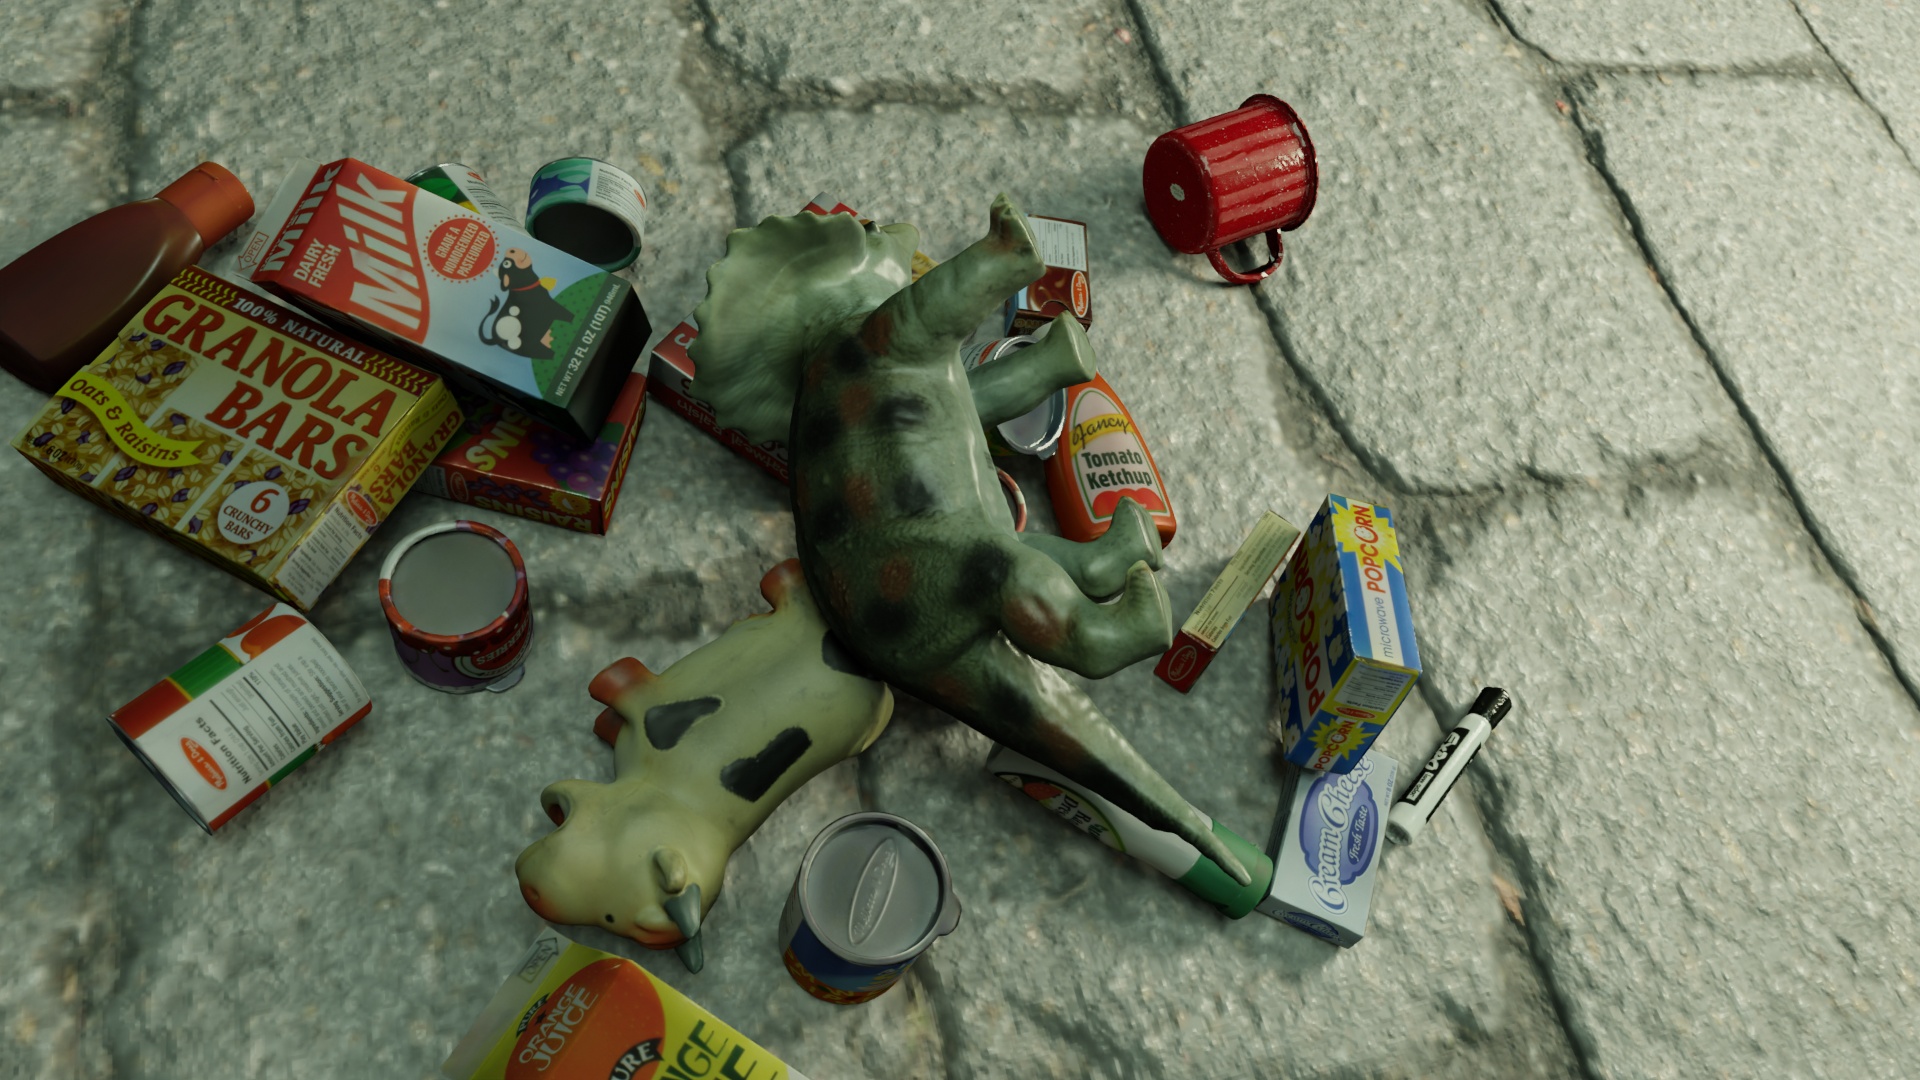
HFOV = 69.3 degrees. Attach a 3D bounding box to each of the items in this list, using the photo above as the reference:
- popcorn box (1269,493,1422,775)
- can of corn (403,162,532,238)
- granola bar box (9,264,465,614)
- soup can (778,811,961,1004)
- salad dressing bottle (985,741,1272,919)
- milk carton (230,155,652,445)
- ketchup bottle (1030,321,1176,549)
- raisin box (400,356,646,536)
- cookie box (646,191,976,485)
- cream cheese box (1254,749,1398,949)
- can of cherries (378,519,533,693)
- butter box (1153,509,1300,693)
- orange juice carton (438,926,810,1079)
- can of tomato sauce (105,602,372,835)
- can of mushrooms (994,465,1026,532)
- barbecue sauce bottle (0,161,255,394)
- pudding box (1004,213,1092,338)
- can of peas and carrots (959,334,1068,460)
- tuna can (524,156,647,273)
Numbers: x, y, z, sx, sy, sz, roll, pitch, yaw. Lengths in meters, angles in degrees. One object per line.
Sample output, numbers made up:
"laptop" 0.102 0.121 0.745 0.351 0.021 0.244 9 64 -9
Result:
"popcorn box" 0.200 0.048 0.736 0.038 0.084 0.127 14 42 -5
"can of corn" -0.279 -0.162 0.768 0.071 0.070 0.058 -35 74 -29
"granola bar box" -0.347 -0.054 0.671 0.166 0.039 0.125 23 64 15
"soup can" -0.042 0.167 0.621 0.071 0.083 0.071 6 59 -11
"salad dressing bottle" 0.085 0.134 0.690 0.147 0.064 0.044 33 69 -2
"milk carton" -0.258 -0.124 0.687 0.191 0.073 0.072 25 79 1
"ketchup bottle" 0.075 -0.059 0.809 0.065 0.043 0.149 -4 61 -20
"raisin box" -0.237 -0.059 0.732 0.123 0.040 0.086 13 57 -5
"cookie box" -0.080 -0.114 0.805 0.123 0.040 0.168 33 57 7
"cream cheese box" 0.191 0.153 0.725 0.053 0.024 0.104 23 57 1
"can of cherries" -0.238 0.033 0.665 0.071 0.058 0.072 6 59 -10
"butter box" 0.148 0.033 0.768 0.024 0.052 0.104 35 57 11
"orange juice carton" -0.113 0.239 0.567 0.193 0.072 0.072 31 58 6
"can of tomato sauce" -0.318 0.077 0.616 0.071 0.070 0.083 41 59 11
"can of mushrooms" 0.003 -0.010 0.767 0.071 0.033 0.071 7 58 -11
"barbecue sauce bottle" -0.440 -0.144 0.728 0.065 0.043 0.149 31 57 5
"pudding box" 0.054 -0.165 0.874 0.050 0.030 0.084 7 59 -12
"can of peas and carrots" 0.019 -0.077 0.783 0.071 0.058 0.071 2 87 -45
"tuna can" -0.217 -0.184 0.797 0.071 0.070 0.033 5 60 -12
